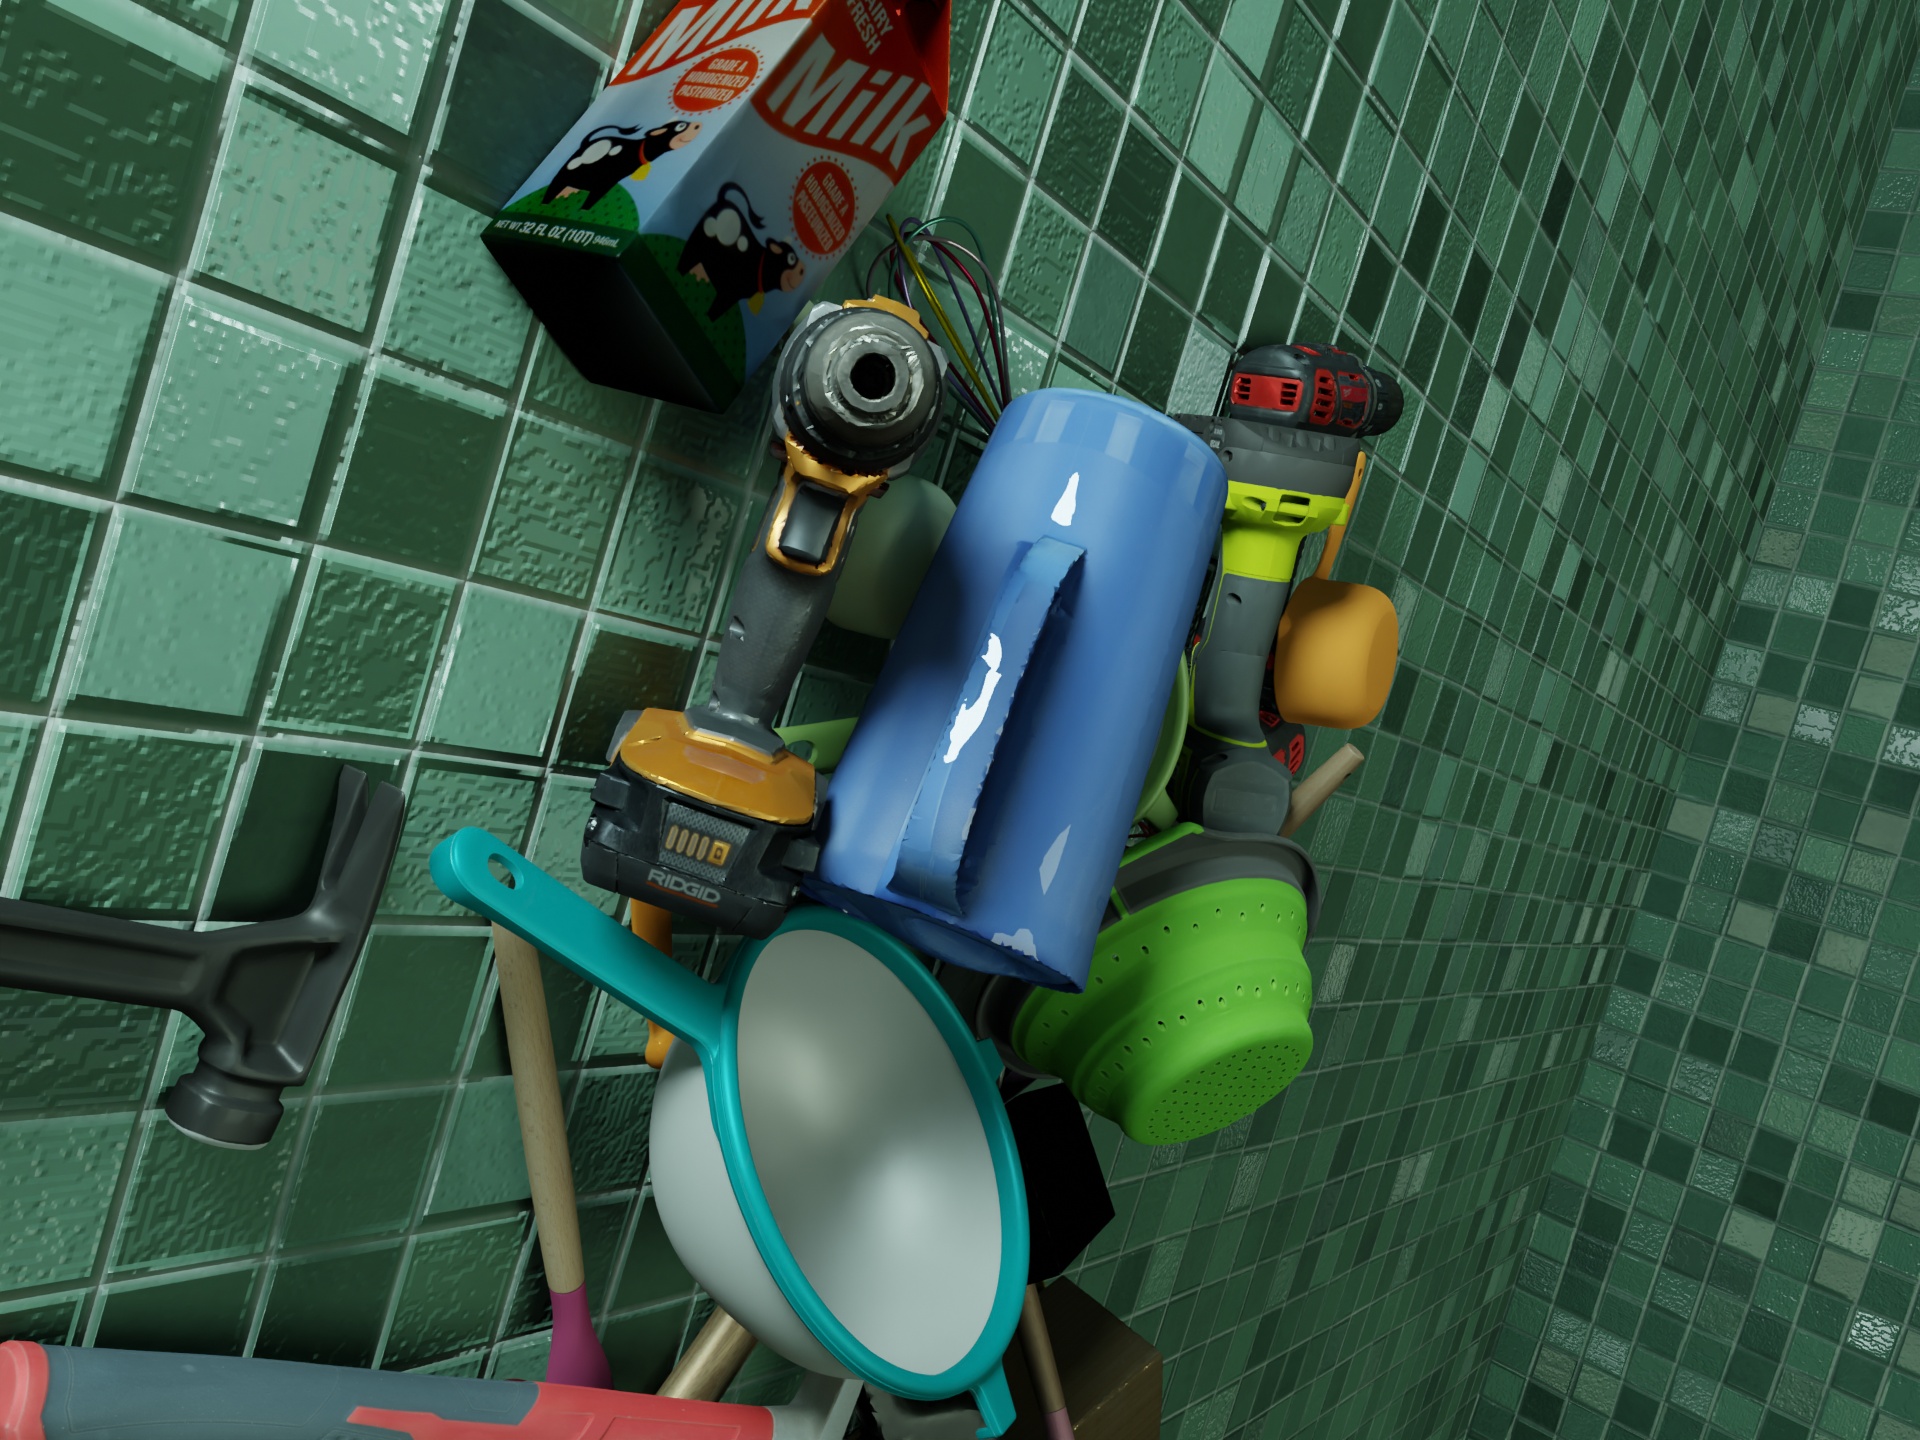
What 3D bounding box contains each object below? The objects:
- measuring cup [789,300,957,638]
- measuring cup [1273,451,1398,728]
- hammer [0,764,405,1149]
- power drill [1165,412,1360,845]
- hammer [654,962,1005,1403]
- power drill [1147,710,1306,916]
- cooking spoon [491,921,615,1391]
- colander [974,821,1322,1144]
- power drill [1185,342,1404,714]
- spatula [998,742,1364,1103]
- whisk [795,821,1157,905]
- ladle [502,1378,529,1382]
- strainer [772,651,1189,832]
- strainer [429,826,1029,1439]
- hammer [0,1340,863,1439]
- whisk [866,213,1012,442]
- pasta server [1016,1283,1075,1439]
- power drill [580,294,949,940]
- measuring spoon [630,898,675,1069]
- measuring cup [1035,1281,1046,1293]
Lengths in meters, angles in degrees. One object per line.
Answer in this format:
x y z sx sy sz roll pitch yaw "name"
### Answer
-0.038 -0.106 0.688 0.083 0.038 0.167 -48 142 -31 "measuring cup"
0.237 -0.078 0.943 0.095 0.052 0.174 34 72 -58 "measuring cup"
-0.294 0.038 0.397 0.336 0.034 0.127 27 84 -56 "hammer"
0.146 -0.055 0.895 0.080 0.171 0.223 7 101 -12 "power drill"
-0.067 0.244 0.825 0.331 0.031 0.129 -54 142 -24 "hammer"
0.167 0.107 1.047 0.143 0.079 0.219 -34 132 -42 "power drill"
-0.167 0.215 0.664 0.069 0.017 0.318 -69 159 -66 "cooking spoon"
0.142 0.198 0.908 0.204 0.095 0.396 -29 145 2 "colander"
0.224 -0.127 1.026 0.188 0.080 0.226 -11 112 -53 "power drill"
0.116 0.126 0.914 0.316 0.018 0.059 -49 154 22 "spatula"
0.015 0.078 0.807 0.295 0.073 0.073 3 104 -42 "whisk"
-0.206 0.434 0.725 0.069 0.031 0.315 -24 126 -52 "ladle"
-0.001 -0.002 0.781 0.256 0.069 0.151 -9 101 -34 "strainer"
-0.103 0.157 0.654 0.340 0.095 0.211 43 30 -34 "strainer"
-0.175 0.261 0.621 0.385 0.038 0.143 34 75 -47 "hammer"
0.015 -0.149 0.747 0.051 0.047 0.244 -51 147 -9 "whisk"
0.037 0.360 0.892 0.060 0.040 0.316 65 9 -78 "pasta server"
-0.063 -0.041 0.567 0.185 0.084 0.226 -129 -121 -79 "power drill"
-0.129 0.102 0.684 0.021 0.011 0.116 -28 127 -46 "measuring spoon"
0.008 0.378 0.995 0.156 0.029 0.062 10 97 -59 "measuring cup"
